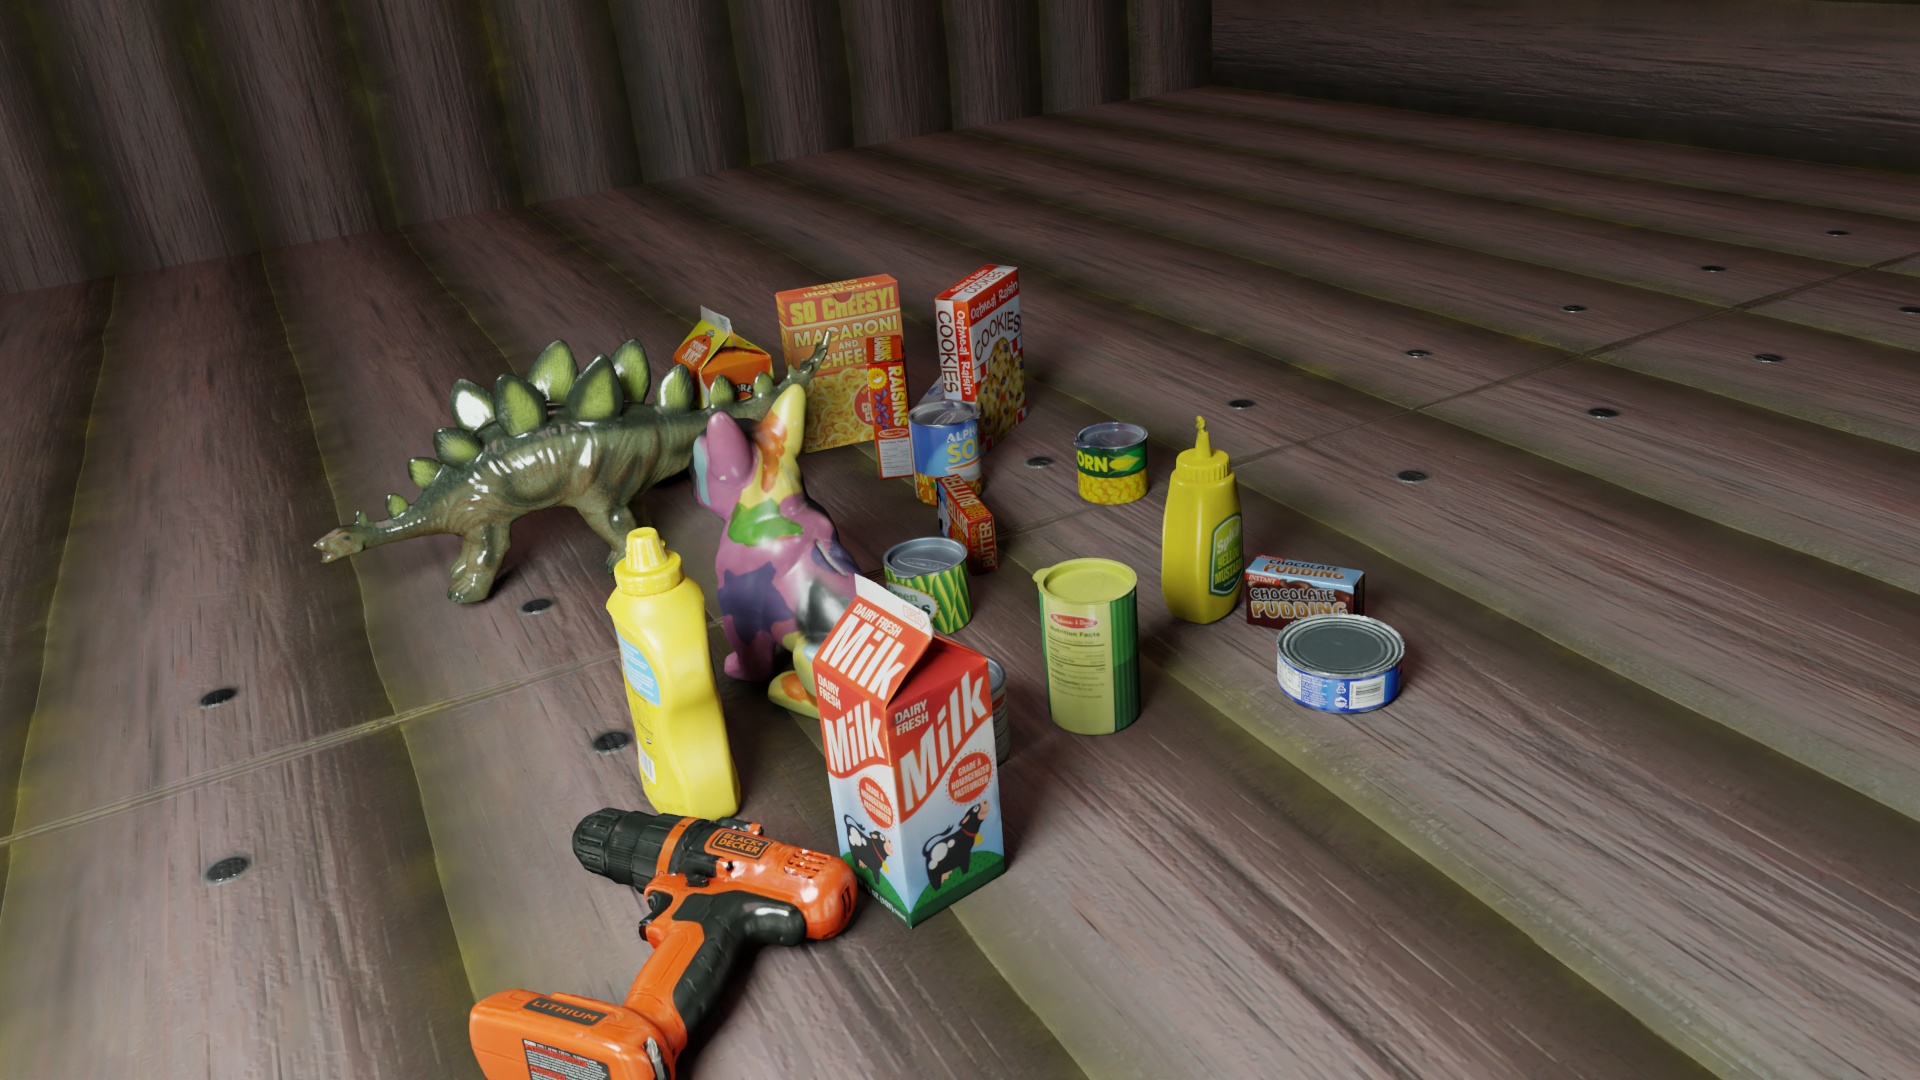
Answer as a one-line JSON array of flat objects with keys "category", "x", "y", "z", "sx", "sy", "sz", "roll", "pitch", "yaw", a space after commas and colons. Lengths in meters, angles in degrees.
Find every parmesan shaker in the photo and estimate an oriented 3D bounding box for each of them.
[{"category": "parmesan shaker", "x": 0.087, "y": 0.072, "z": 0.949, "sx": 0.071, "sy": 0.102, "sz": 0.071, "roll": -4, "pitch": 25, "yaw": 2}]

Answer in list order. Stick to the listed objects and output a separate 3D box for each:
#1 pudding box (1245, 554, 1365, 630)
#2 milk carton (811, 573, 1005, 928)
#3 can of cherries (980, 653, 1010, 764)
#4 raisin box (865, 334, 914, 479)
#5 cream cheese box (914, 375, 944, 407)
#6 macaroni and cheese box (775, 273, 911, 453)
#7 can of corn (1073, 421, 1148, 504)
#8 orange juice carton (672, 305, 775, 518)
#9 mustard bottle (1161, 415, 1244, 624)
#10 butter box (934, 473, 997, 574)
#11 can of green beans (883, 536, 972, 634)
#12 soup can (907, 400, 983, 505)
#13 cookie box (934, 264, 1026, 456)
[{"category": "pudding box", "x": 0.258, "y": 0.043, "z": 1.039, "sx": 0.084, "sy": 0.049, "sz": 0.030, "roll": 10, "pitch": 29, "yaw": 29}, {"category": "milk carton", "x": -0.029, "y": 0.113, "z": 0.784, "sx": 0.074, "sy": 0.189, "sz": 0.072, "roll": -23, "pitch": 30, "yaw": -33}, {"category": "can of cherries", "x": -0.003, "y": 0.115, "z": 0.928, "sx": 0.071, "sy": 0.058, "sz": 0.072, "roll": -4, "pitch": 25, "yaw": 2}, {"category": "raisin box", "x": -0.070, "y": -0.134, "z": 1.389, "sx": 0.040, "sy": 0.122, "sz": 0.086, "roll": -6, "pitch": 25, "yaw": -1}, {"category": "cream cheese box", "x": -0.021, "y": -0.133, "z": 1.458, "sx": 0.024, "sy": 0.053, "sz": 0.104, "roll": 2, "pitch": 26, "yaw": 16}, {"category": "macaroni and cheese box", "x": -0.119, "y": -0.185, "z": 1.455, "sx": 0.124, "sy": 0.165, "sz": 0.040, "roll": -14, "pitch": 26, "yaw": -17}, {"category": "can of corn", "x": 0.139, "y": -0.071, "z": 1.291, "sx": 0.071, "sy": 0.058, "sz": 0.071, "roll": -4, "pitch": 25, "yaw": 2}, {"category": "orange juice carton", "x": -0.218, "y": -0.124, "z": 1.316, "sx": 0.073, "sy": 0.191, "sz": 0.072, "roll": -18, "pitch": 28, "yaw": -25}, {"category": "mustard bottle", "x": 0.183, "y": -0.017, "z": 1.050, "sx": 0.049, "sy": 0.159, "sz": 0.065, "roll": 17, "pitch": 33, "yaw": 39}, {"category": "butter box", "x": 0.004, "y": -0.015, "z": 1.206, "sx": 0.024, "sy": 0.053, "sz": 0.104, "roll": -12, "pitch": 26, "yaw": -13}, {"category": "can of green beans", "x": -0.026, "y": 0.037, "z": 1.097, "sx": 0.071, "sy": 0.057, "sz": 0.071, "roll": -4, "pitch": 25, "yaw": 2}, {"category": "soup can", "x": -0.011, "y": -0.083, "z": 1.315, "sx": 0.071, "sy": 0.083, "sz": 0.071, "roll": -4, "pitch": 25, "yaw": 2}, {"category": "cookie box", "x": 0.022, "y": -0.186, "z": 1.428, "sx": 0.040, "sy": 0.166, "sz": 0.123, "roll": 7, "pitch": 28, "yaw": 25}]
